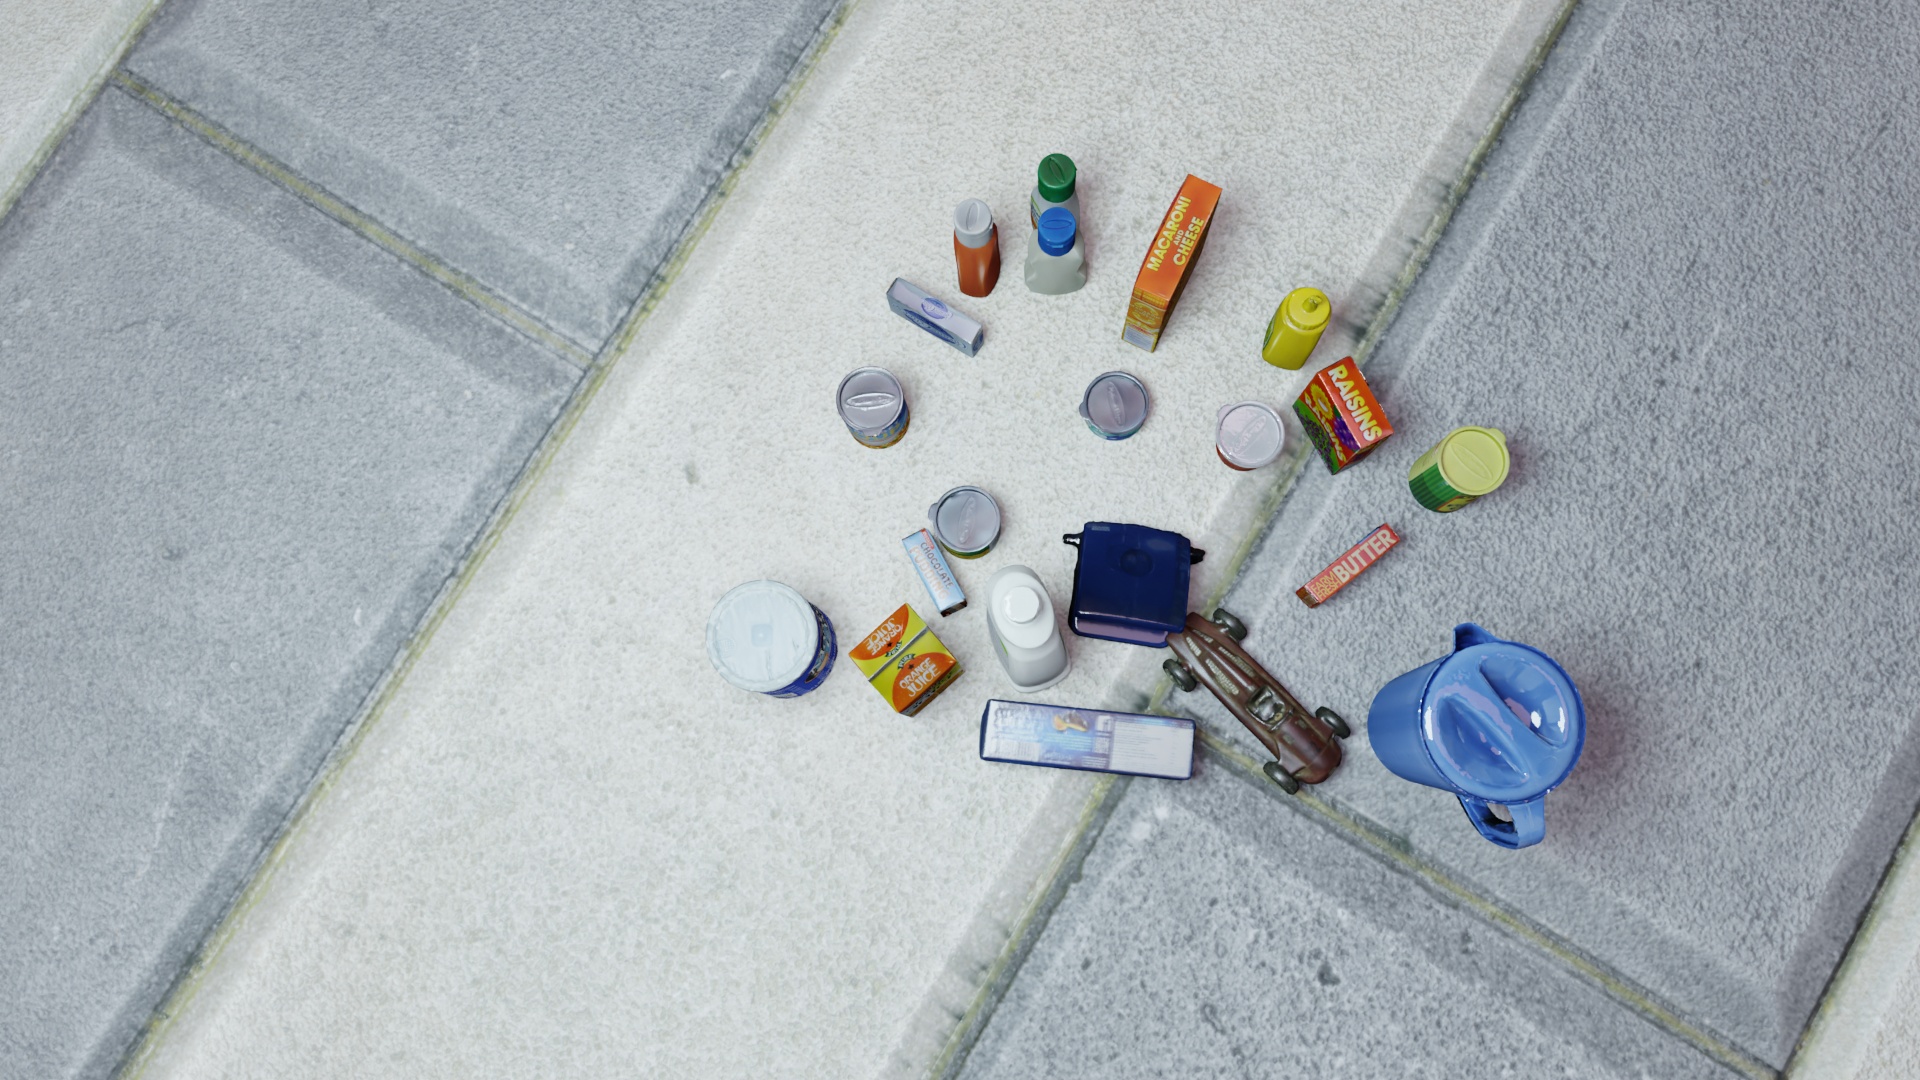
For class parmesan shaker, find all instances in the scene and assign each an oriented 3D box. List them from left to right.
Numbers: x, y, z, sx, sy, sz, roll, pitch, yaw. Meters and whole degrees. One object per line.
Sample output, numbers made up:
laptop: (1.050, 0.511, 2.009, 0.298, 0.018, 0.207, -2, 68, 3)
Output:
parmesan shaker: (0.481, -0.068, 1.339, 0.071, 0.103, 0.071, 0, 81, 3)

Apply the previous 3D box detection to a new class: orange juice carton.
orange juice carton: (-0.050, 0.112, 1.287, 0.072, 0.192, 0.073, -41, 81, -4)

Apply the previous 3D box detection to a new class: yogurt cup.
yogurt cup: (0.284, -0.100, 1.379, 0.072, 0.054, 0.072, 0, 80, 3)

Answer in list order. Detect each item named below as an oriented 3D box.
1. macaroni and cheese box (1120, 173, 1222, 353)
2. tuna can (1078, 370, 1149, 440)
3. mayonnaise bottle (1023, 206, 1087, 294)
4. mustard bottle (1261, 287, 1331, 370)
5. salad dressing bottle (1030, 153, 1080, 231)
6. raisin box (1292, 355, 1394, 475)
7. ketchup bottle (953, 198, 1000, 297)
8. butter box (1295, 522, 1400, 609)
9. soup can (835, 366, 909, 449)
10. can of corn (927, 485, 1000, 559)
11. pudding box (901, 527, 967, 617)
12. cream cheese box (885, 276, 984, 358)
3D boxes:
macaroni and cheese box: (0.203, -0.266, 1.355, 0.040, 0.166, 0.124, 25, 83, 7)
tuna can: (0.154, -0.134, 1.402, 0.071, 0.033, 0.071, 0, 80, 3)
mayonnaise bottle: (0.095, -0.285, 1.372, 0.065, 0.148, 0.041, -2, 81, 3)
mustard bottle: (0.328, -0.212, 1.342, 0.049, 0.160, 0.065, 19, 82, 6)
salad dressing bottle: (0.095, -0.338, 1.382, 0.044, 0.147, 0.064, -27, 80, -2)
raisin box: (0.369, -0.118, 1.343, 0.040, 0.123, 0.086, -26, 80, -1)
ketchup bottle: (0.016, -0.293, 1.377, 0.043, 0.148, 0.065, 10, 81, 5)
butter box: (0.377, 0.025, 1.353, 0.103, 0.053, 0.024, -38, 81, -4)
soup can: (-0.086, -0.128, 1.387, 0.071, 0.083, 0.071, 0, 80, 3)
can of corn: (0.005, -0.017, 1.376, 0.071, 0.058, 0.071, 0, 80, 3)
pudding box: (-0.025, 0.032, 1.373, 0.030, 0.049, 0.084, -28, 80, -2)
cream cheese box: (-0.025, -0.227, 1.416, 0.104, 0.053, 0.024, 31, 84, 7)
